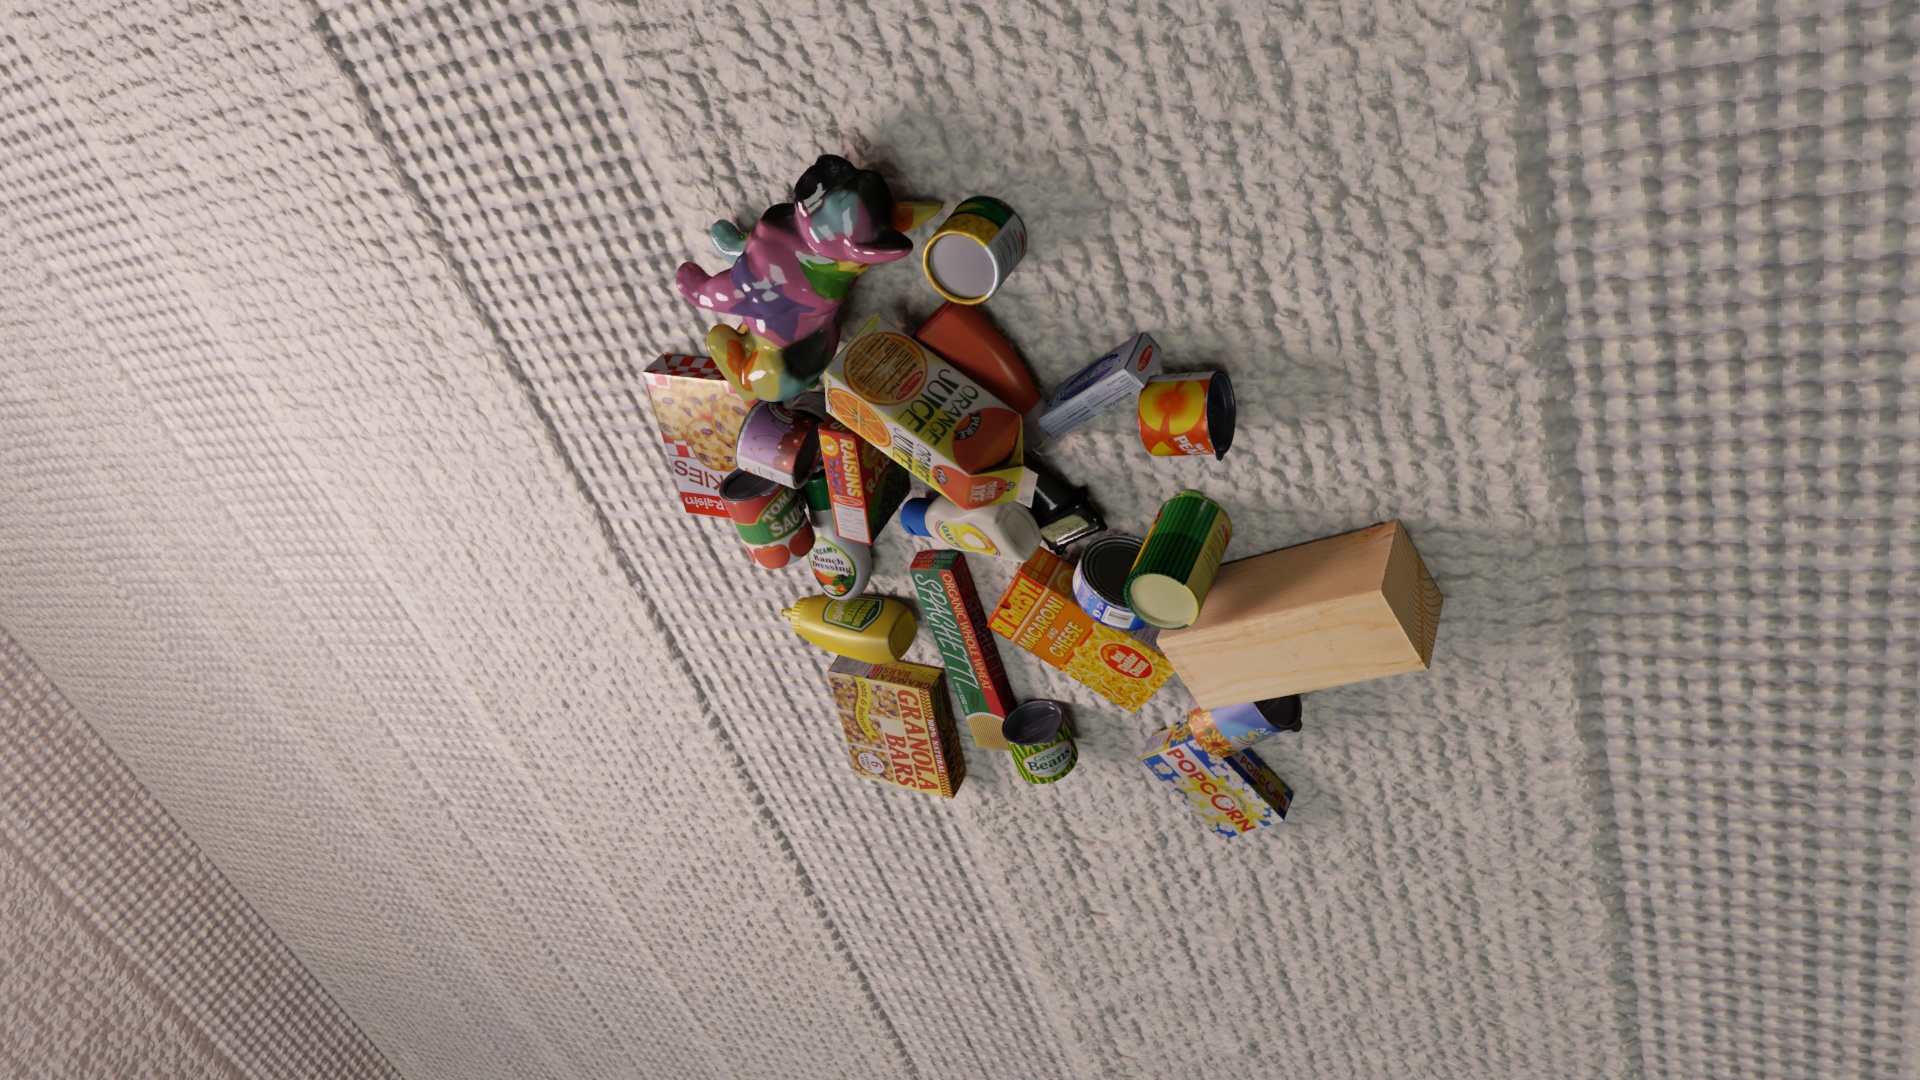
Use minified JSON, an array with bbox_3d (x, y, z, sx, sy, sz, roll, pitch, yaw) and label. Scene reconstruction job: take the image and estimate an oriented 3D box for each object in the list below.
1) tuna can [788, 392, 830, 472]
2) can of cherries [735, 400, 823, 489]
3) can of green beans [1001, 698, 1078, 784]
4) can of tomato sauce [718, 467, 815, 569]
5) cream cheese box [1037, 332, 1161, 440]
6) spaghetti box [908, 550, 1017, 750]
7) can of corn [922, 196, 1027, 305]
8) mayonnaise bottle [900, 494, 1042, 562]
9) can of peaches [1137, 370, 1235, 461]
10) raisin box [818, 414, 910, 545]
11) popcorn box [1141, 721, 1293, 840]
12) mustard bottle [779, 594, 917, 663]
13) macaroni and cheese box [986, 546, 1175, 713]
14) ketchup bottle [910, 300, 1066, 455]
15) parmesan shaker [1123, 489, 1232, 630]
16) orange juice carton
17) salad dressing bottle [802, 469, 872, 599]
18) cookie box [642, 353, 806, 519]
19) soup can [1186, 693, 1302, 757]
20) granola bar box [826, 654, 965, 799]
[{"bbox_3d":[-0.134,-0.100,1.289,0.071,0.033,0.070,15,133,17],"label":"tuna can"},{"bbox_3d":[-0.160,-0.088,1.243,0.058,0.072,0.071,20,135,12],"label":"can of cherries"},{"bbox_3d":[0.081,0.205,1.412,0.071,0.071,0.057,0,128,29],"label":"can of green beans"},{"bbox_3d":[-0.178,-0.024,1.298,0.071,0.071,0.082,1,129,28],"label":"can of tomato sauce"},{"bbox_3d":[0.110,-0.123,1.118,0.024,0.054,0.103,45,135,-16],"label":"cream cheese box"},{"bbox_3d":[0.009,0.115,1.401,0.050,0.029,0.249,0,128,28],"label":"spaghetti box"},{"bbox_3d":[0.009,-0.225,1.082,0.071,0.058,0.070,15,133,17],"label":"can of corn"},{"bbox_3d":[0.004,-0.016,1.250,0.148,0.041,0.064,8,144,49],"label":"mayonnaise bottle"},{"bbox_3d":[0.178,-0.097,1.092,0.058,0.071,0.071,0,128,30],"label":"can of peaches"},{"bbox_3d":[-0.084,-0.071,1.249,0.040,0.086,0.122,13,133,22],"label":"raisin box"},{"bbox_3d":[0.251,0.232,1.361,0.126,0.038,0.085,46,134,-13],"label":"popcorn box"},{"bbox_3d":[-0.124,0.085,1.425,0.160,0.066,0.048,8,135,29],"label":"mustard bottle"},{"bbox_3d":[0.117,0.084,1.288,0.166,0.040,0.123,30,149,2],"label":"macaroni and cheese box"},{"bbox_3d":[0.028,-0.134,1.161,0.148,0.044,0.064,45,139,-13],"label":"ketchup bottle"},{"bbox_3d":[0.182,0.016,1.164,0.071,0.103,0.071,16,133,17],"label":"parmesan shaker"},{"bbox_3d":[-0.016,-0.094,1.145,0.193,0.073,0.071,36,160,10],"label":"orange juice carton"},{"bbox_3d":[-0.125,-0.011,1.355,0.064,0.044,0.147,10,131,25],"label":"salad dressing bottle"},{"bbox_3d":[-0.225,-0.095,1.340,0.123,0.040,0.166,8,130,23],"label":"cookie box"},{"bbox_3d":[0.260,0.157,1.269,0.071,0.072,0.083,42,136,-10],"label":"soup can"},{"bbox_3d":[-0.068,0.200,1.511,0.124,0.039,0.164,9,131,24],"label":"granola bar box"}]
